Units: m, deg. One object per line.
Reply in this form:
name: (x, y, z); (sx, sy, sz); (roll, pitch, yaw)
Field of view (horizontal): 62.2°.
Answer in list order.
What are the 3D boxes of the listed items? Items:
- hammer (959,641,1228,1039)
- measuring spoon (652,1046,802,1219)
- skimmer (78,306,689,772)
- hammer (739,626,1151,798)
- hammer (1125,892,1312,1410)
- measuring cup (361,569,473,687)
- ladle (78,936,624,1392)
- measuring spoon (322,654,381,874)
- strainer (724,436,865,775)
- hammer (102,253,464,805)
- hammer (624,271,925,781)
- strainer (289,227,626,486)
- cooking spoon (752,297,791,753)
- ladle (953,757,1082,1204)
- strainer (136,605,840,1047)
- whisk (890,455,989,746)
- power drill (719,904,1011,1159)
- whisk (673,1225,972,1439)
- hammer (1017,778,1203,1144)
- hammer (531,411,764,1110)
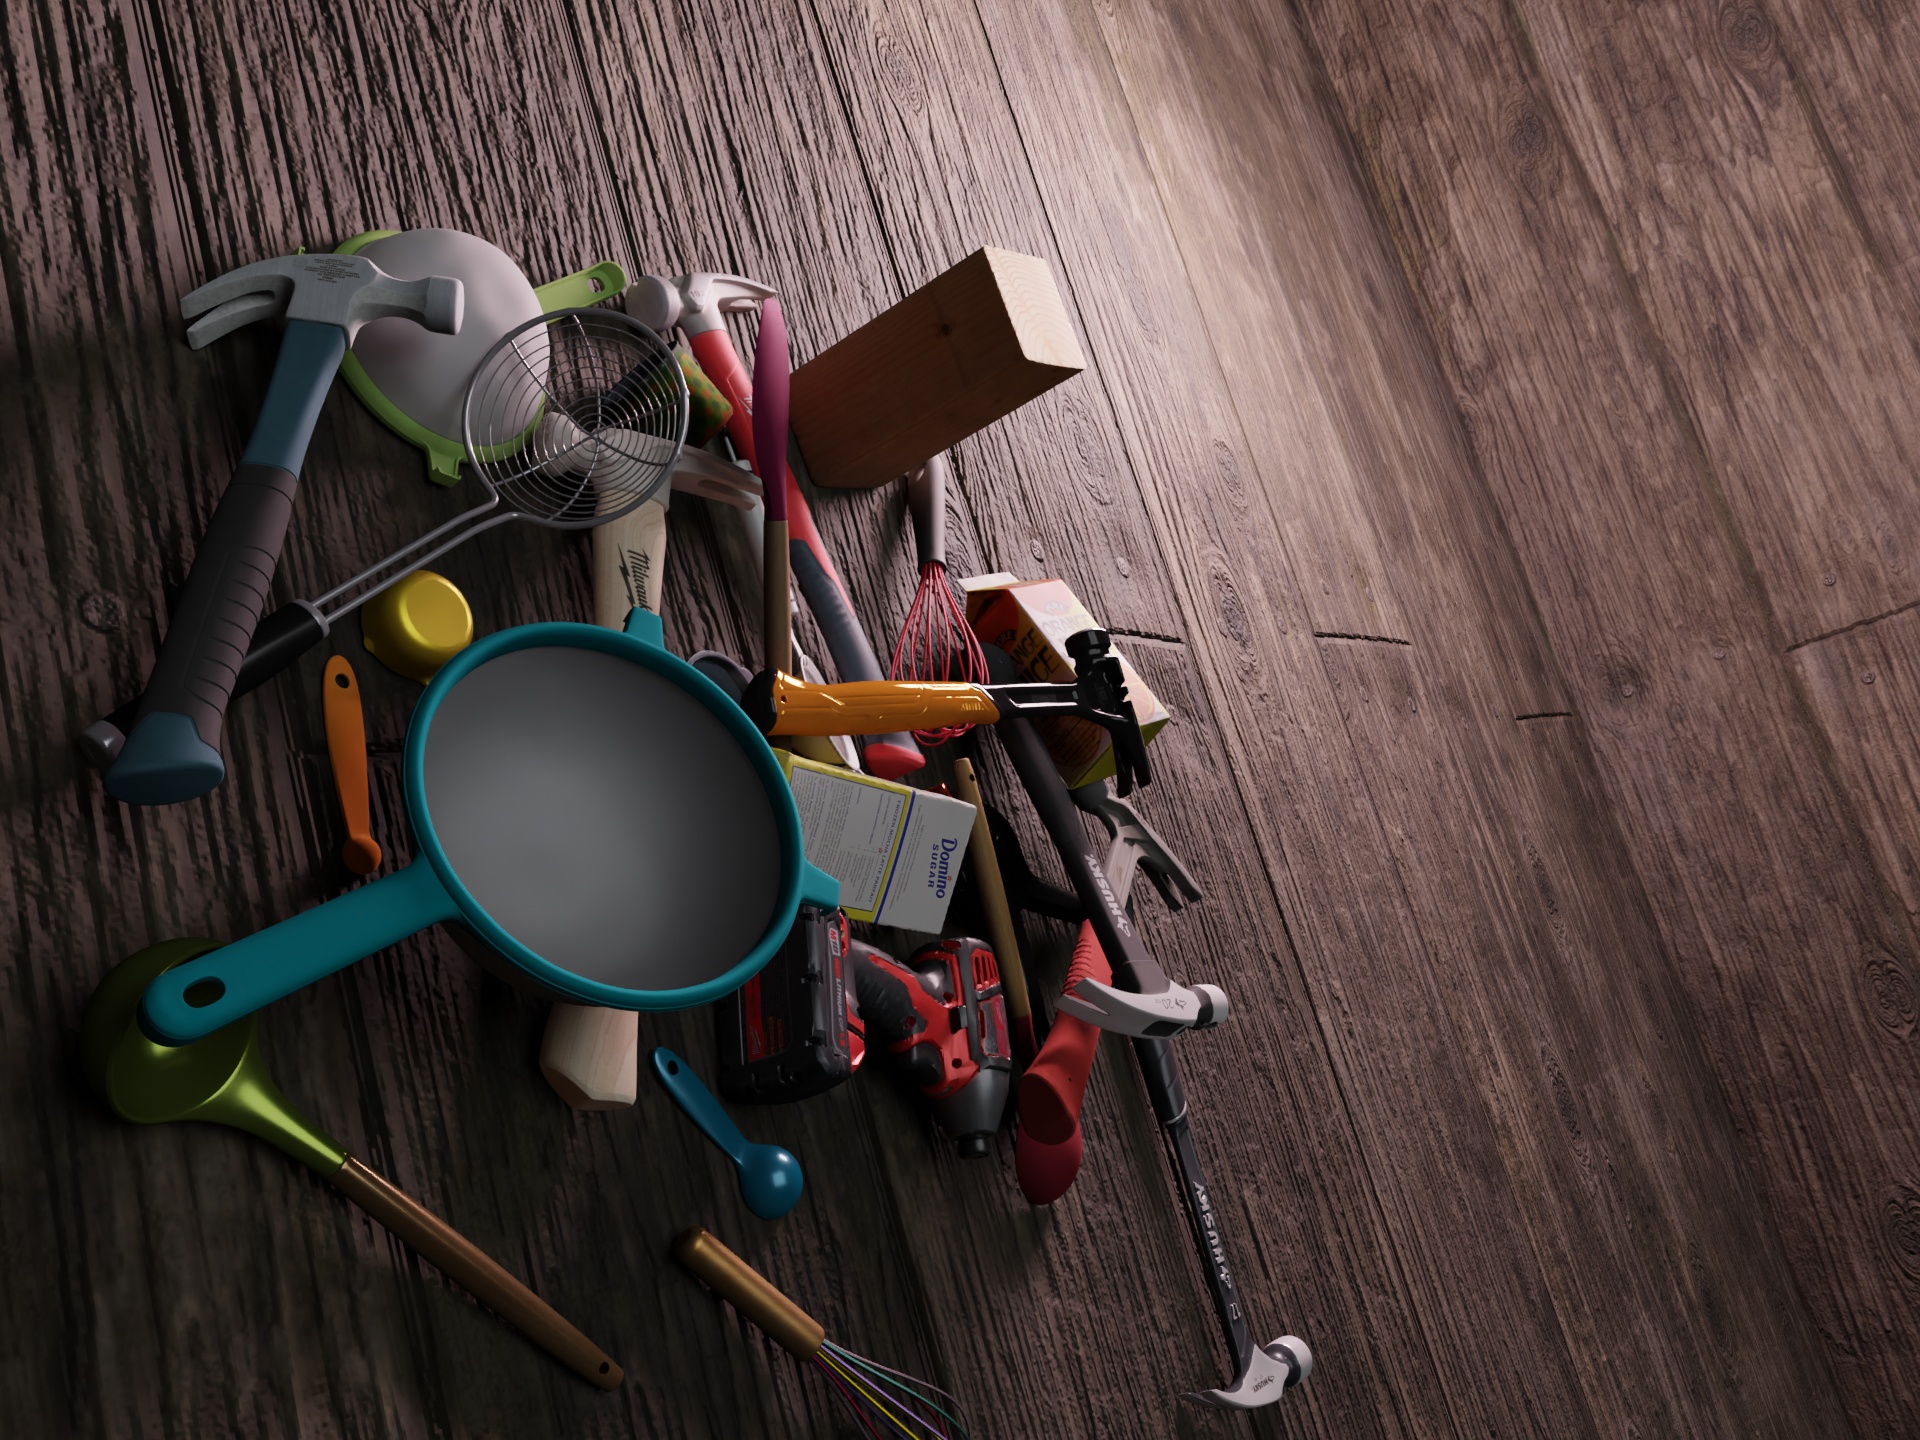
hammer: (0.072, 0.078, 1.156); (0.146, 0.035, 0.335); (8, 47, -45)
measuring spoon: (-0.128, 0.230, 0.898); (0.128, 0.021, 0.042); (54, 35, -18)
skimmer: (-0.279, -0.099, 0.798); (0.127, 0.090, 0.363); (36, 45, 7)
hammer: (-0.002, -0.003, 1.074); (0.336, 0.034, 0.127); (-2, 69, -43)
hammer: (0.168, 0.325, 1.239); (0.149, 0.036, 0.409); (3, 67, -52)
measuring cup: (-0.265, -0.010, 0.855); (0.156, 0.029, 0.062); (62, 33, -6)
ladle: (-0.253, 0.213, 0.708); (0.320, 0.062, 0.078); (51, 50, -26)
measuring spoon: (-0.304, 0.020, 0.797); (0.021, 0.011, 0.117); (9, 63, -52)
strainer: (-0.117, -0.065, 1.061); (0.087, 0.050, 0.258); (-28, 100, -86)
hammer: (-0.330, -0.105, 0.751); (0.128, 0.033, 0.331); (7, 54, -9)
hammer: (-0.111, -0.141, 1.145); (0.143, 0.038, 0.386); (-24, 89, -58)
strainer: (-0.268, -0.254, 0.970); (0.151, 0.069, 0.256); (58, 36, -11)
cooking spoon: (-0.115, -0.100, 0.999); (0.069, 0.017, 0.318); (-59, 151, -75)
ladle: (0.036, 0.180, 1.109); (0.069, 0.031, 0.315); (-9, 85, -49)
strainer: (-0.227, 0.081, 0.748); (0.340, 0.095, 0.211); (-27, 80, -49)
whisk: (-0.020, -0.102, 1.229); (0.073, 0.073, 0.296); (33, 40, -39)
power drill: (-0.047, 0.194, 0.991); (0.219, 0.078, 0.143); (25, 50, -48)
whisk: (-0.071, 0.360, 0.887); (0.244, 0.051, 0.047); (47, 16, -19)
hammer: (0.104, 0.179, 1.160); (0.149, 0.036, 0.359); (49, 29, -14)
hammer: (-0.184, 0.015, 0.913); (0.146, 0.038, 0.411); (12, 62, -28)
